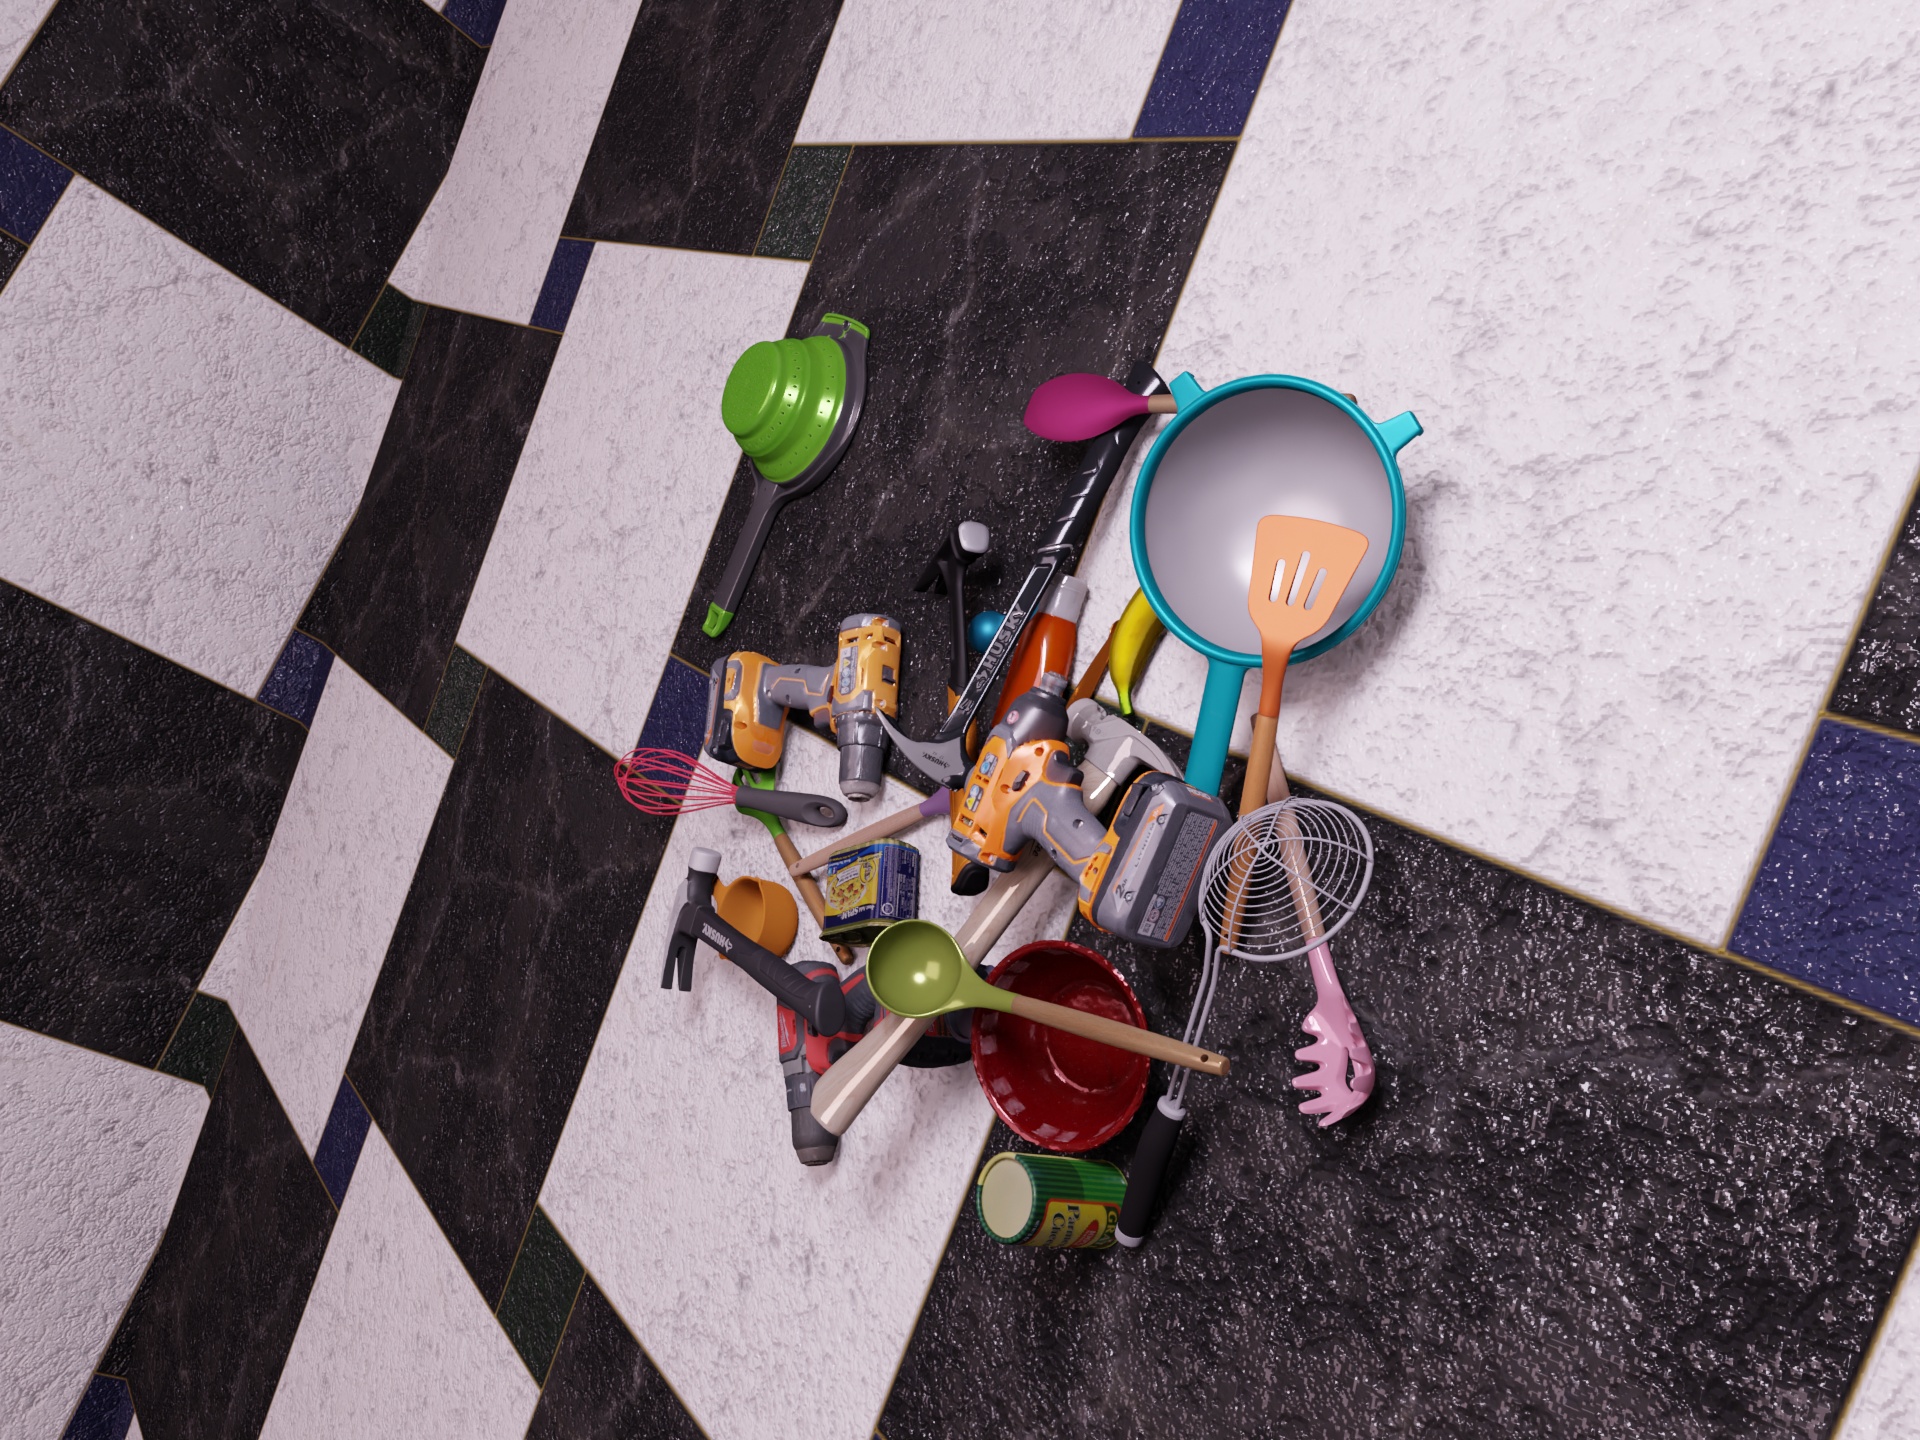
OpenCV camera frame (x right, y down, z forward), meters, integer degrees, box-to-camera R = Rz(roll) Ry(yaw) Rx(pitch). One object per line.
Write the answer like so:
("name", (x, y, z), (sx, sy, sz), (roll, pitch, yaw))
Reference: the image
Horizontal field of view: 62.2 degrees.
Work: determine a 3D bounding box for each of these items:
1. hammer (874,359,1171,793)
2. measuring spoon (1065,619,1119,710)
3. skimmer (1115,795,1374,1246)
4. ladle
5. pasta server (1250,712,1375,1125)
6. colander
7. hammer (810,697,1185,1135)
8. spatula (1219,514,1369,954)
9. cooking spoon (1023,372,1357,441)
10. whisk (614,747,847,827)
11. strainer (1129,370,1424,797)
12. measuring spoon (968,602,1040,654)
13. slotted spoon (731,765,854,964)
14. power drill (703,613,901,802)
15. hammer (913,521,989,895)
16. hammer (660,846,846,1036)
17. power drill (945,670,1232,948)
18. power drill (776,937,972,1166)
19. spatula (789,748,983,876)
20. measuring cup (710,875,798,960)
("hammer", (0.068, -0.130, 1.371), (0.149, 0.036, 0.409), (25, 84, 36))
("measuring spoon", (0.115, -0.035, 1.368), (0.021, 0.011, 0.117), (47, 116, 45))
("skimmer", (0.191, 0.224, 1.132), (0.127, 0.090, 0.363), (47, 130, 54))
("ladle", (0.055, 0.210, 1.169), (0.320, 0.062, 0.078), (8, 65, 43))
("pasta server", (0.241, 0.131, 1.134), (0.060, 0.040, 0.316), (-45, 44, 46))
("colander", (-0.237, -0.287, 1.803), (0.205, 0.094, 0.397), (34, 103, 50))
("hammer", (0.023, 0.174, 1.292), (0.410, 0.038, 0.146), (-52, 42, 0))
("spatula", (0.220, 0.017, 1.139), (0.081, 0.041, 0.322), (16, 110, 27))
("cooking spoon", (0.181, -0.263, 1.322), (0.319, 0.017, 0.069), (9, 72, 39))
("whisk", (-0.243, 0.076, 1.654), (0.296, 0.073, 0.073), (8, 82, 29))
("strainer", (0.226, -0.084, 1.193), (0.211, 0.095, 0.340), (18, 104, 31))
("measuring spoon", (0.049, -0.099, 1.455), (0.128, 0.021, 0.042), (-27, 57, 42))
("slotted spoon", (-0.174, 0.136, 1.628), (0.070, 0.031, 0.314), (-49, 46, 15))
("power drill", (-0.156, 0.001, 1.608), (0.226, 0.084, 0.185), (-11, 68, 37))
("hammer", (-0.002, -0.005, 1.437), (0.127, 0.034, 0.337), (134, 138, -60))
("hammer", (-0.201, 0.232, 1.519), (0.335, 0.035, 0.146), (19, 94, 56))
("power drill", (0.093, 0.062, 1.206), (0.227, 0.084, 0.164), (26, 95, 49))
("power drill", (-0.089, 0.294, 1.434), (0.226, 0.080, 0.188), (-28, 59, 45))
("spatula", (-0.053, 0.091, 1.499), (0.316, 0.018, 0.060), (-28, 52, 35))
("measuring cup", (-0.225, 0.188, 1.651), (0.174, 0.052, 0.095), (40, 107, 51))
